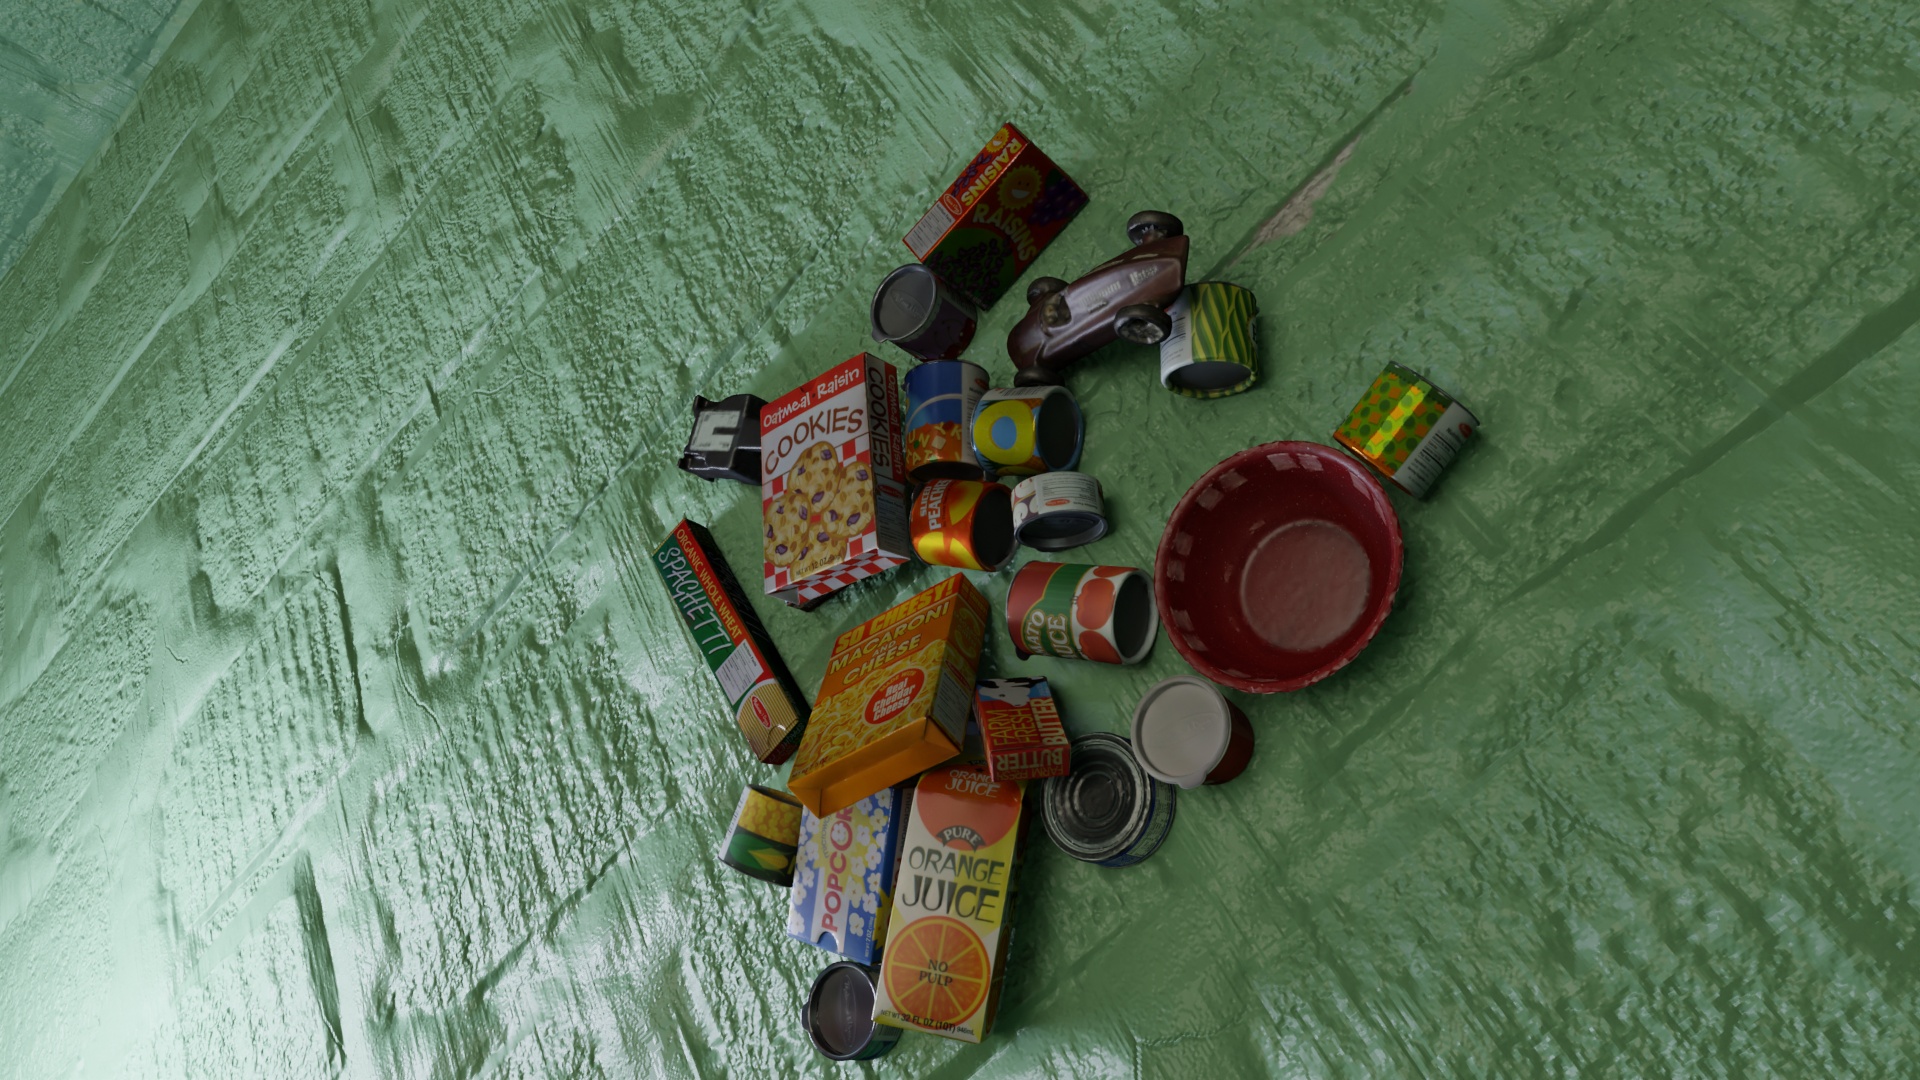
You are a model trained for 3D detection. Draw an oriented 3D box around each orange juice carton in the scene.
[{"bbox_3d":[0.000,0.224,0.918,0.072,0.073,0.193,8,77,11],"label":"orange juice carton"}]

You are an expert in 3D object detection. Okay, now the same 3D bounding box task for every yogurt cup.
[{"bbox_3d":[0.149,0.123,0.873,0.072,0.054,0.072,-14,65,32],"label":"yogurt cup"}]

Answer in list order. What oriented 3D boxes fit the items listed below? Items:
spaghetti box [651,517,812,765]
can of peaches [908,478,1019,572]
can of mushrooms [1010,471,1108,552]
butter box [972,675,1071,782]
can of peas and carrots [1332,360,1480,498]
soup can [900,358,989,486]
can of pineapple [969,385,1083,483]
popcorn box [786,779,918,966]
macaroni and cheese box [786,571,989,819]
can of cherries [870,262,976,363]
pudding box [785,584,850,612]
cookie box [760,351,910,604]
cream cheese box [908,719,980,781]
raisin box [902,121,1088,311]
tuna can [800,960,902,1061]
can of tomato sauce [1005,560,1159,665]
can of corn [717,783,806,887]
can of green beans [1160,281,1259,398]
[{"bbox_3d":[-0.192,0.079,1.160,0.050,0.028,0.251,-47,52,13],"label":"spaghetti box"},{"bbox_3d":[0.004,-0.013,1.022,0.058,0.071,0.071,6,77,37],"label":"can of peaches"},{"bbox_3d":[0.069,-0.020,0.981,0.071,0.071,0.033,-20,62,30],"label":"can of mushrooms"},{"bbox_3d":[0.039,0.123,0.925,0.104,0.053,0.024,-106,14,-68],"label":"butter box"},{"bbox_3d":[0.269,-0.069,0.848,0.058,0.071,0.071,-54,51,9],"label":"can of peas and carrots"},{"bbox_3d":[-0.012,-0.086,1.064,0.071,0.071,0.084,-14,65,32],"label":"soup can"},{"bbox_3d":[0.049,-0.078,1.017,0.058,0.071,0.071,1,74,37],"label":"can of pineapple"},{"bbox_3d":[-0.075,0.229,0.996,0.085,0.038,0.126,6,87,38],"label":"popcorn box"},{"bbox_3d":[-0.047,0.106,0.980,0.123,0.040,0.167,-28,24,24],"label":"macaroni and cheese box"},{"bbox_3d":[-0.031,-0.180,1.120,0.071,0.058,0.071,-13,67,32],"label":"can of cherries"},{"bbox_3d":[-0.126,0.011,1.136,0.049,0.030,0.084,-34,56,21],"label":"pudding box"},{"bbox_3d":[-0.101,-0.048,1.085,0.122,0.040,0.168,-22,61,35],"label":"cookie box"},{"bbox_3d":[-0.022,0.150,1.009,0.104,0.024,0.053,8,78,38],"label":"cream cheese box"},{"bbox_3d":[0.028,-0.252,1.085,0.123,0.086,0.040,-46,48,14],"label":"raisin box"},{"bbox_3d":[-0.075,0.330,0.974,0.071,0.033,0.071,-14,65,32],"label":"tuna can"},{"bbox_3d":[0.082,0.050,0.941,0.083,0.071,0.071,3,75,37],"label":"can of tomato sauce"},{"bbox_3d":[-0.139,0.222,1.044,0.071,0.071,0.058,15,83,39],"label":"can of corn"},{"bbox_3d":[0.169,-0.136,0.948,0.071,0.071,0.058,-11,68,33],"label":"can of green beans"}]
